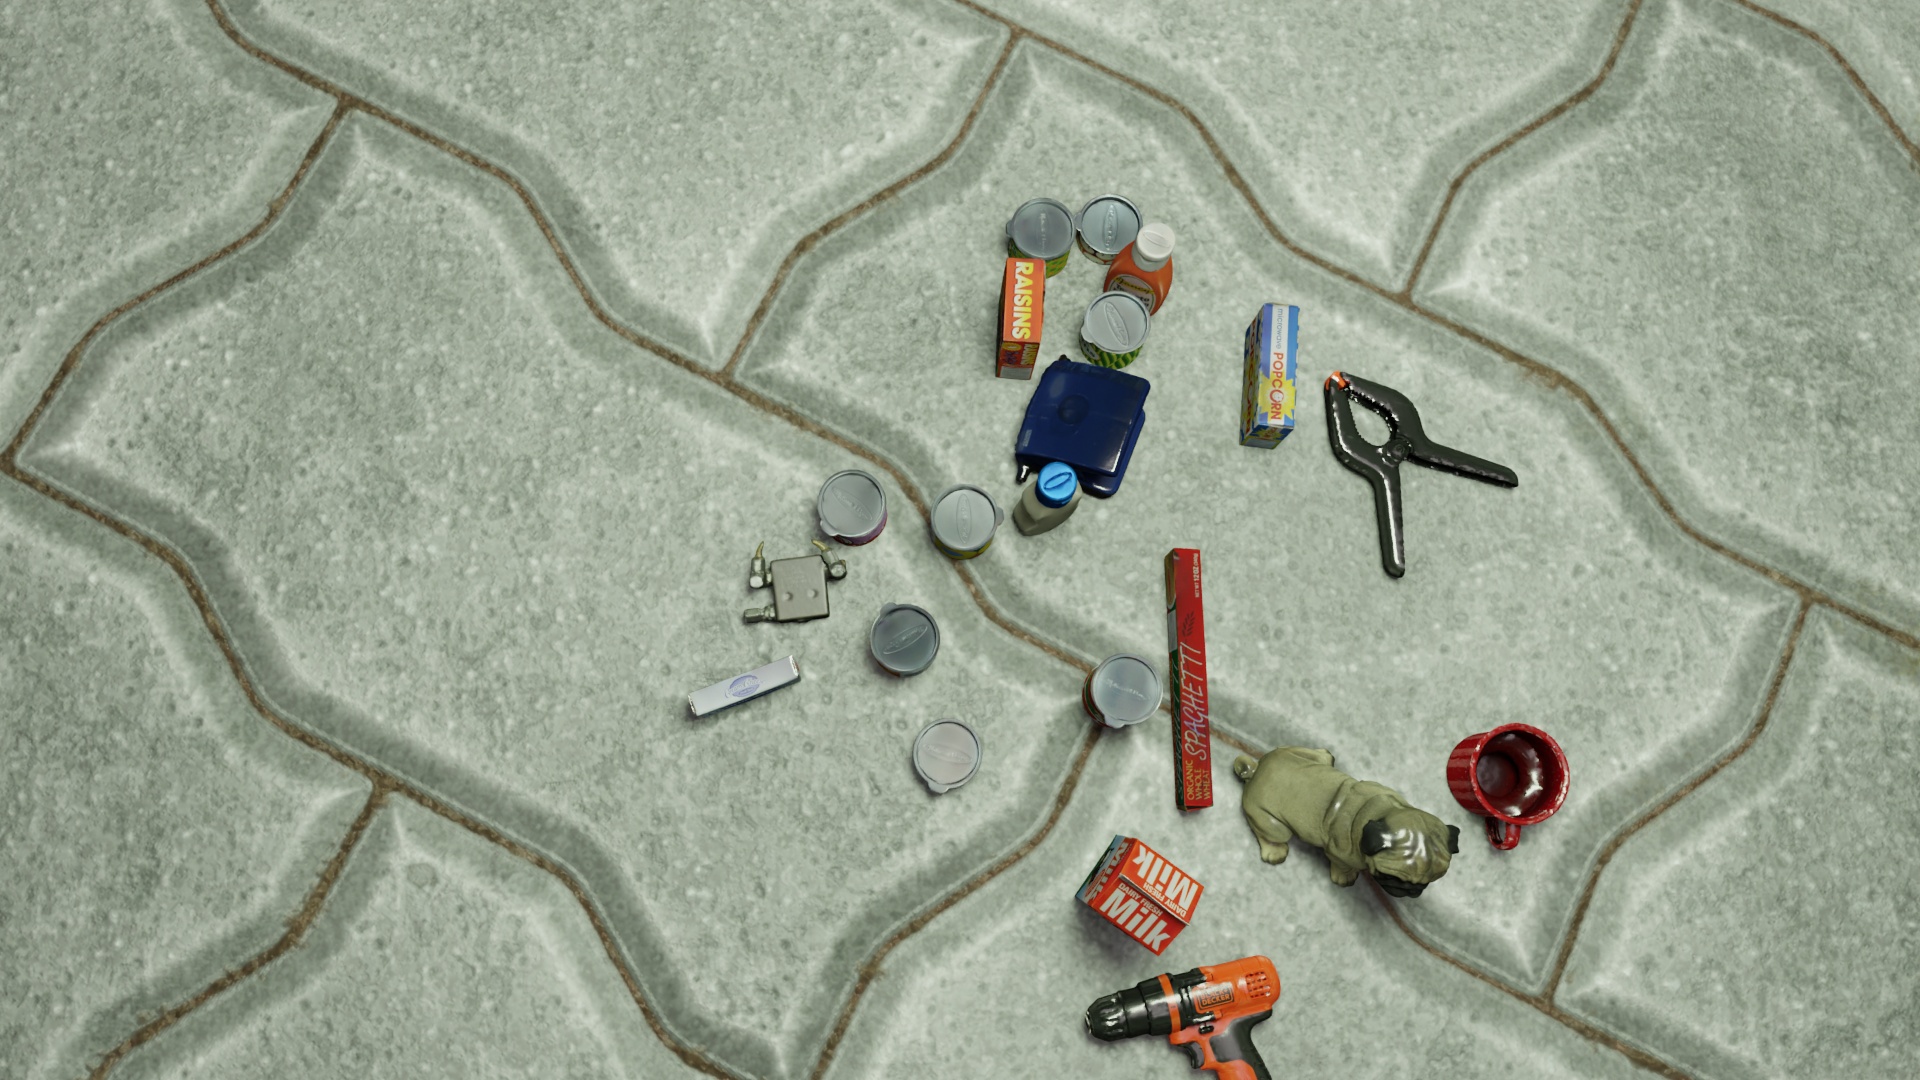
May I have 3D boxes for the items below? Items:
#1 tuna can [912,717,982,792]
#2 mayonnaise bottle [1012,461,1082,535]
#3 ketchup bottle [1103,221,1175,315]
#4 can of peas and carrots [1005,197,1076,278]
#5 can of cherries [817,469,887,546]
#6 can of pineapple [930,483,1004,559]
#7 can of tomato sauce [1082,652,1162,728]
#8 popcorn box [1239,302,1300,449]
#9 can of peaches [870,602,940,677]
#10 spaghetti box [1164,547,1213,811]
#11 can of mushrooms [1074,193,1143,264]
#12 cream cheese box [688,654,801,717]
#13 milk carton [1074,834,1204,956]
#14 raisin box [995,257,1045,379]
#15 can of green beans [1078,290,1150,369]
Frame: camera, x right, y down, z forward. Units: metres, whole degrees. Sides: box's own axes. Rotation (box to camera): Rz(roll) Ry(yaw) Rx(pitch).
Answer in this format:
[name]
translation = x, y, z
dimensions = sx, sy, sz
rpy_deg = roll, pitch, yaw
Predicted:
[tuna can]
translation = -0.013, 0.206, 1.326
dimensions = 0.071, 0.032, 0.071
rpy_deg = 0, 79, -2
[mayonnaise bottle]
translation = 0.086, -0.041, 1.318
dimensions = 0.065, 0.148, 0.041
rpy_deg = -28, 82, -6
[ketchup bottle]
translation = 0.180, -0.268, 1.363
dimensions = 0.065, 0.148, 0.043
rpy_deg = 26, 80, 3
[can of peas and carrots]
translation = 0.080, -0.306, 1.413
dimensions = 0.071, 0.058, 0.071
rpy_deg = 0, 80, -2
[can of cherries]
translation = -0.107, -0.029, 1.355
dimensions = 0.071, 0.058, 0.071
rpy_deg = 0, 80, -2
[can of pineapple]
translation = 0.005, -0.017, 1.357
dimensions = 0.071, 0.057, 0.071
rpy_deg = 0, 80, -2
[can of tomato sauce]
translation = 0.152, 0.145, 1.317
dimensions = 0.071, 0.083, 0.071
rpy_deg = 0, 80, -2
[popcorn box]
translation = 0.307, -0.163, 1.380
dimensions = 0.038, 0.085, 0.127
rpy_deg = 5, 79, -1
[can of peaches]
translation = -0.054, 0.095, 1.333
dimensions = 0.071, 0.058, 0.071
rpy_deg = 0, 80, -2
[spaghetti box]
translation = 0.219, 0.134, 1.339
dimensions = 0.029, 0.050, 0.250
rpy_deg = -1, 79, -2
[can of mushrooms]
translation = 0.150, -0.321, 1.431
dimensions = 0.071, 0.033, 0.071
rpy_deg = 0, 79, -2
[cream cheese box]
translation = -0.203, 0.140, 1.323
dimensions = 0.104, 0.053, 0.024
rpy_deg = -21, 81, -5
[milk carton]
translation = 0.158, 0.312, 1.231
dimensions = 0.072, 0.190, 0.073
rpy_deg = 35, 81, 5
[raisin box]
translation = 0.058, -0.215, 1.363
dimensions = 0.040, 0.123, 0.086
rpy_deg = 4, 80, -1
[can of green beans]
translation = 0.154, -0.211, 1.398
dimensions = 0.071, 0.057, 0.071
rpy_deg = 0, 80, -2
